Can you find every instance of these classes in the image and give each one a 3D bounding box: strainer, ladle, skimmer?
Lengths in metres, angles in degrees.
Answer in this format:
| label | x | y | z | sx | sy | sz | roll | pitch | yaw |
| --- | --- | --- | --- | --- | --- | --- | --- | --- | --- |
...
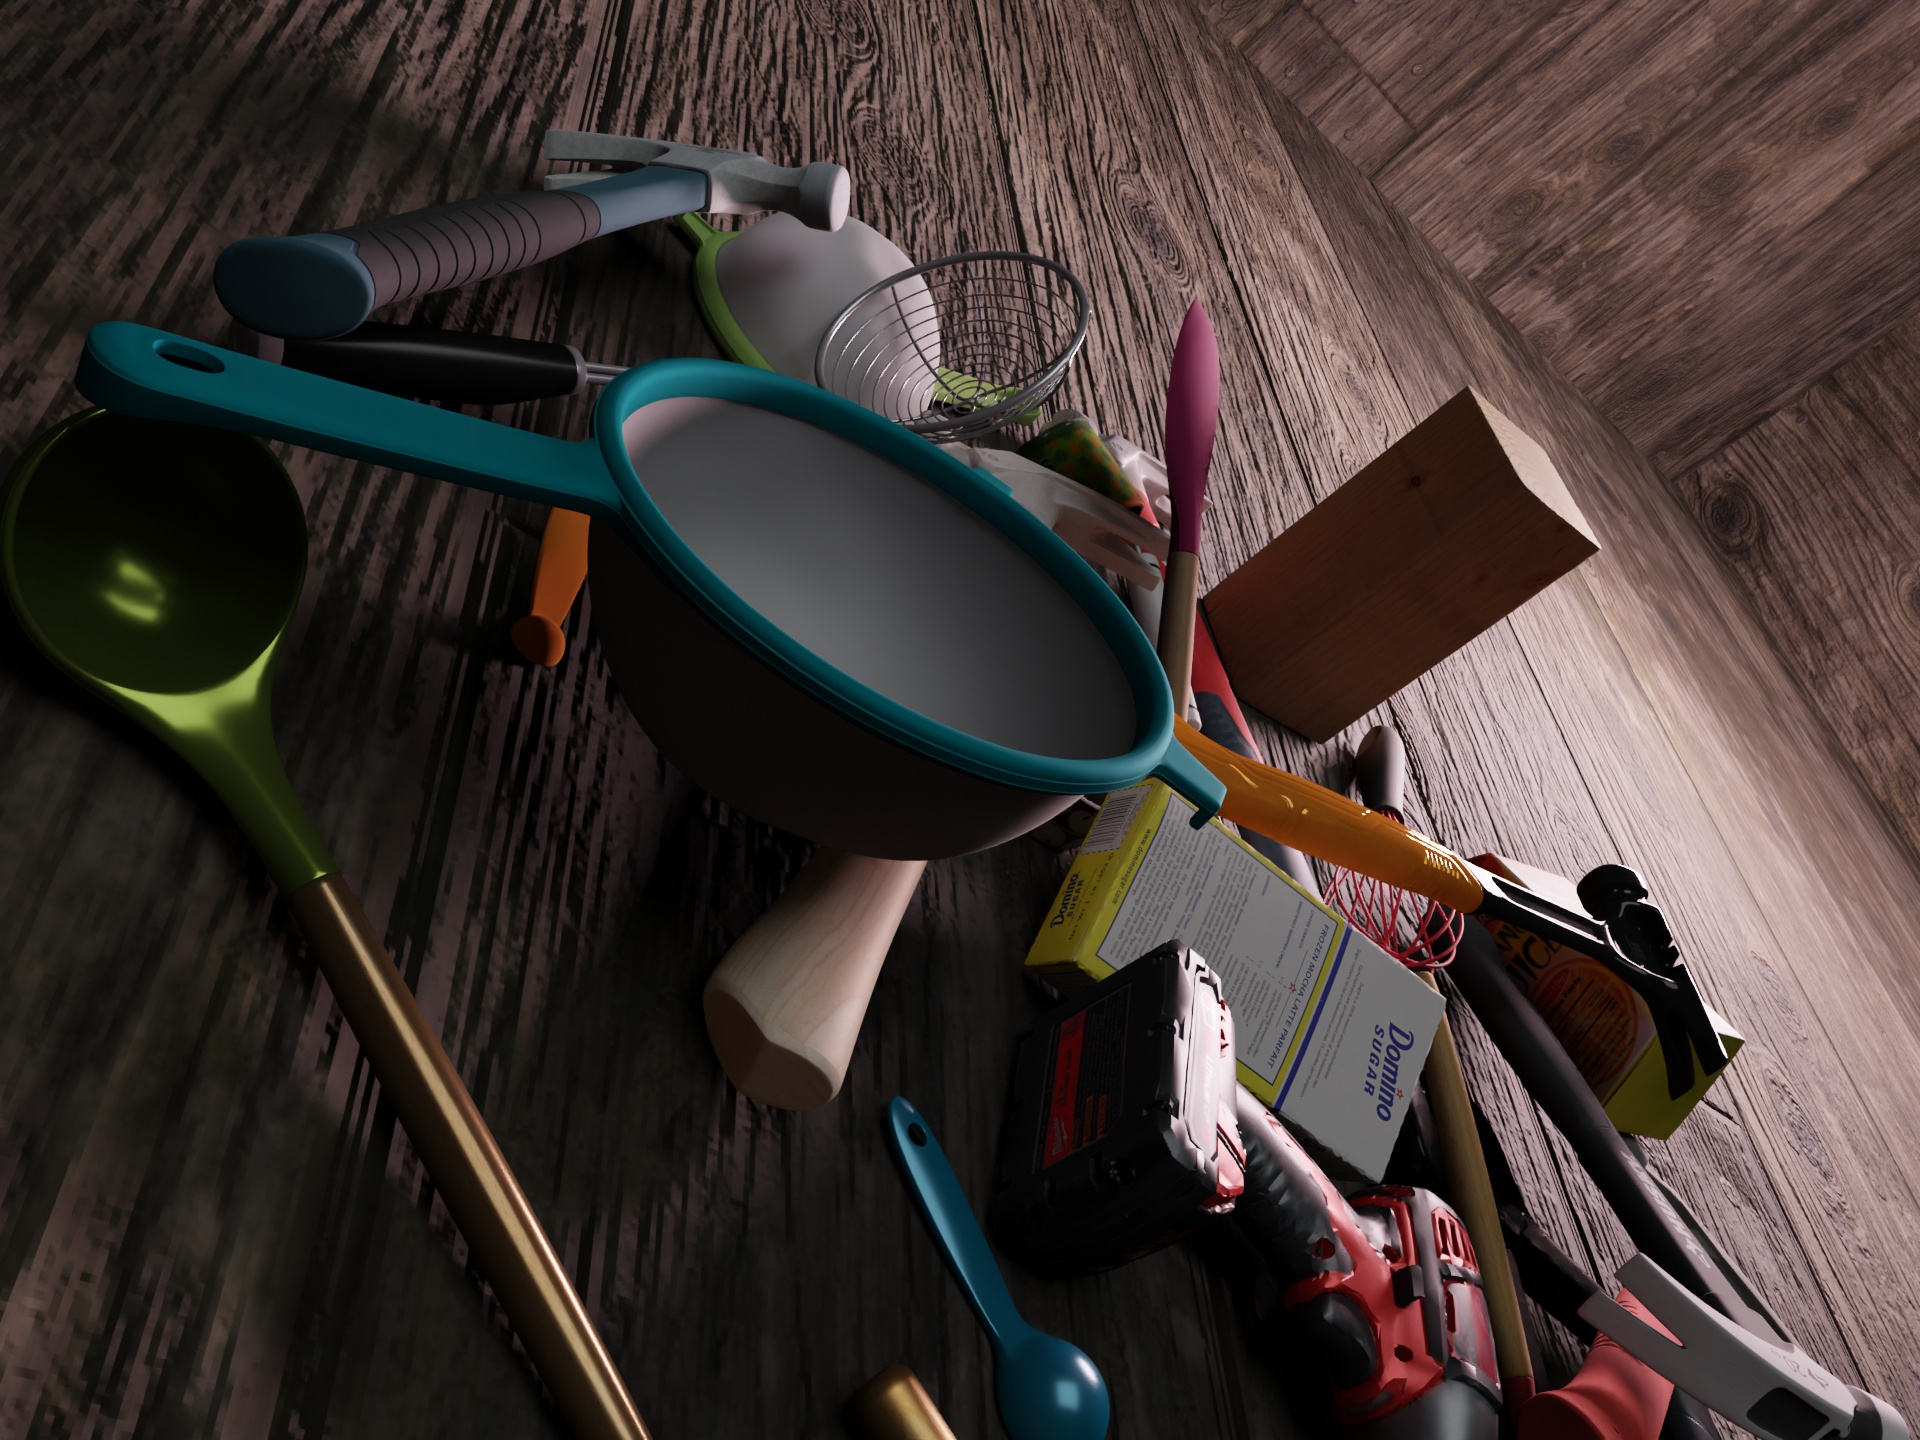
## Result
| label | x | y | z | sx | sy | sz | roll | pitch | yaw |
| --- | --- | --- | --- | --- | --- | --- | --- | --- | --- |
| strainer | -0.090 | -0.032 | 0.489 | 0.340 | 0.095 | 0.211 | 11 | 35 | -37 |
| ladle | 0.226 | 0.249 | 0.665 | 0.069 | 0.031 | 0.316 | 22 | 48 | -30 |
| skimmer | -0.098 | -0.162 | 0.633 | 0.363 | 0.090 | 0.127 | -6 | 32 | -44 |
| strainer | -0.023 | -0.205 | 0.848 | 0.256 | 0.069 | 0.152 | 4 | 53 | -50 |
| strainer | 0.109 | 0.009 | 0.789 | 0.086 | 0.050 | 0.259 | 59 | 18 | -55 |
| ladle | -0.146 | 0.060 | 0.399 | 0.078 | 0.062 | 0.320 | -24 | 78 | -45 |

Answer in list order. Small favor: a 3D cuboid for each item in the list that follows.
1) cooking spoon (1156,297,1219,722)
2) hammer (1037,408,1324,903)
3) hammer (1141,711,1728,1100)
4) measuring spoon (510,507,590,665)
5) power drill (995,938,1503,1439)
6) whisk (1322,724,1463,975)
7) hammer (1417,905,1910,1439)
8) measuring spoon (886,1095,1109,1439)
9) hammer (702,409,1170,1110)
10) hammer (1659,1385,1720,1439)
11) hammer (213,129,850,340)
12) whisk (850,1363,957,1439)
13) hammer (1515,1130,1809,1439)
| label | x | y | z | sx | sy | sz | roll | pitch | yaw |
| --- | --- | --- | --- | --- | --- | --- | --- | --- | --- |
| cooking spoon | 0.104 | -0.054 | 0.754 | 0.068 | 0.017 | 0.319 | 39 | 55 | -61 |
| hammer | 0.147 | -0.012 | 0.893 | 0.143 | 0.038 | 0.387 | 22 | 40 | -42 |
| hammer | 0.213 | 0.073 | 0.737 | 0.336 | 0.034 | 0.127 | 23 | 37 | -21 |
| measuring spoon | -0.143 | -0.061 | 0.581 | 0.021 | 0.011 | 0.117 | 34 | 33 | -26 |
| power drill | 0.118 | 0.197 | 0.584 | 0.219 | 0.078 | 0.143 | 43 | 30 | -18 |
| whisk | 0.246 | 0.068 | 0.918 | 0.073 | 0.073 | 0.296 | 46 | 25 | -8 |
| hammer | 0.288 | 0.187 | 0.744 | 0.146 | 0.035 | 0.335 | 30 | 19 | -20 |
| measuring spoon | 0.013 | 0.176 | 0.512 | 0.042 | 0.021 | 0.129 | -5 | 62 | -56 |
| hammer | -0.001 | -0.002 | 0.645 | 0.146 | 0.038 | 0.411 | 25 | 37 | -4 |
| hammer | 0.356 | 0.445 | 0.664 | 0.149 | 0.036 | 0.409 | 31 | 34 | -28 |
| hammer | -0.157 | -0.193 | 0.612 | 0.128 | 0.033 | 0.331 | 13 | 27 | 12 |
| whisk | 0.043 | 0.285 | 0.424 | 0.245 | 0.051 | 0.047 | 54 | 9 | 14 |
| hammer | 0.303 | 0.277 | 0.689 | 0.149 | 0.036 | 0.359 | 56 | 23 | 19 |
